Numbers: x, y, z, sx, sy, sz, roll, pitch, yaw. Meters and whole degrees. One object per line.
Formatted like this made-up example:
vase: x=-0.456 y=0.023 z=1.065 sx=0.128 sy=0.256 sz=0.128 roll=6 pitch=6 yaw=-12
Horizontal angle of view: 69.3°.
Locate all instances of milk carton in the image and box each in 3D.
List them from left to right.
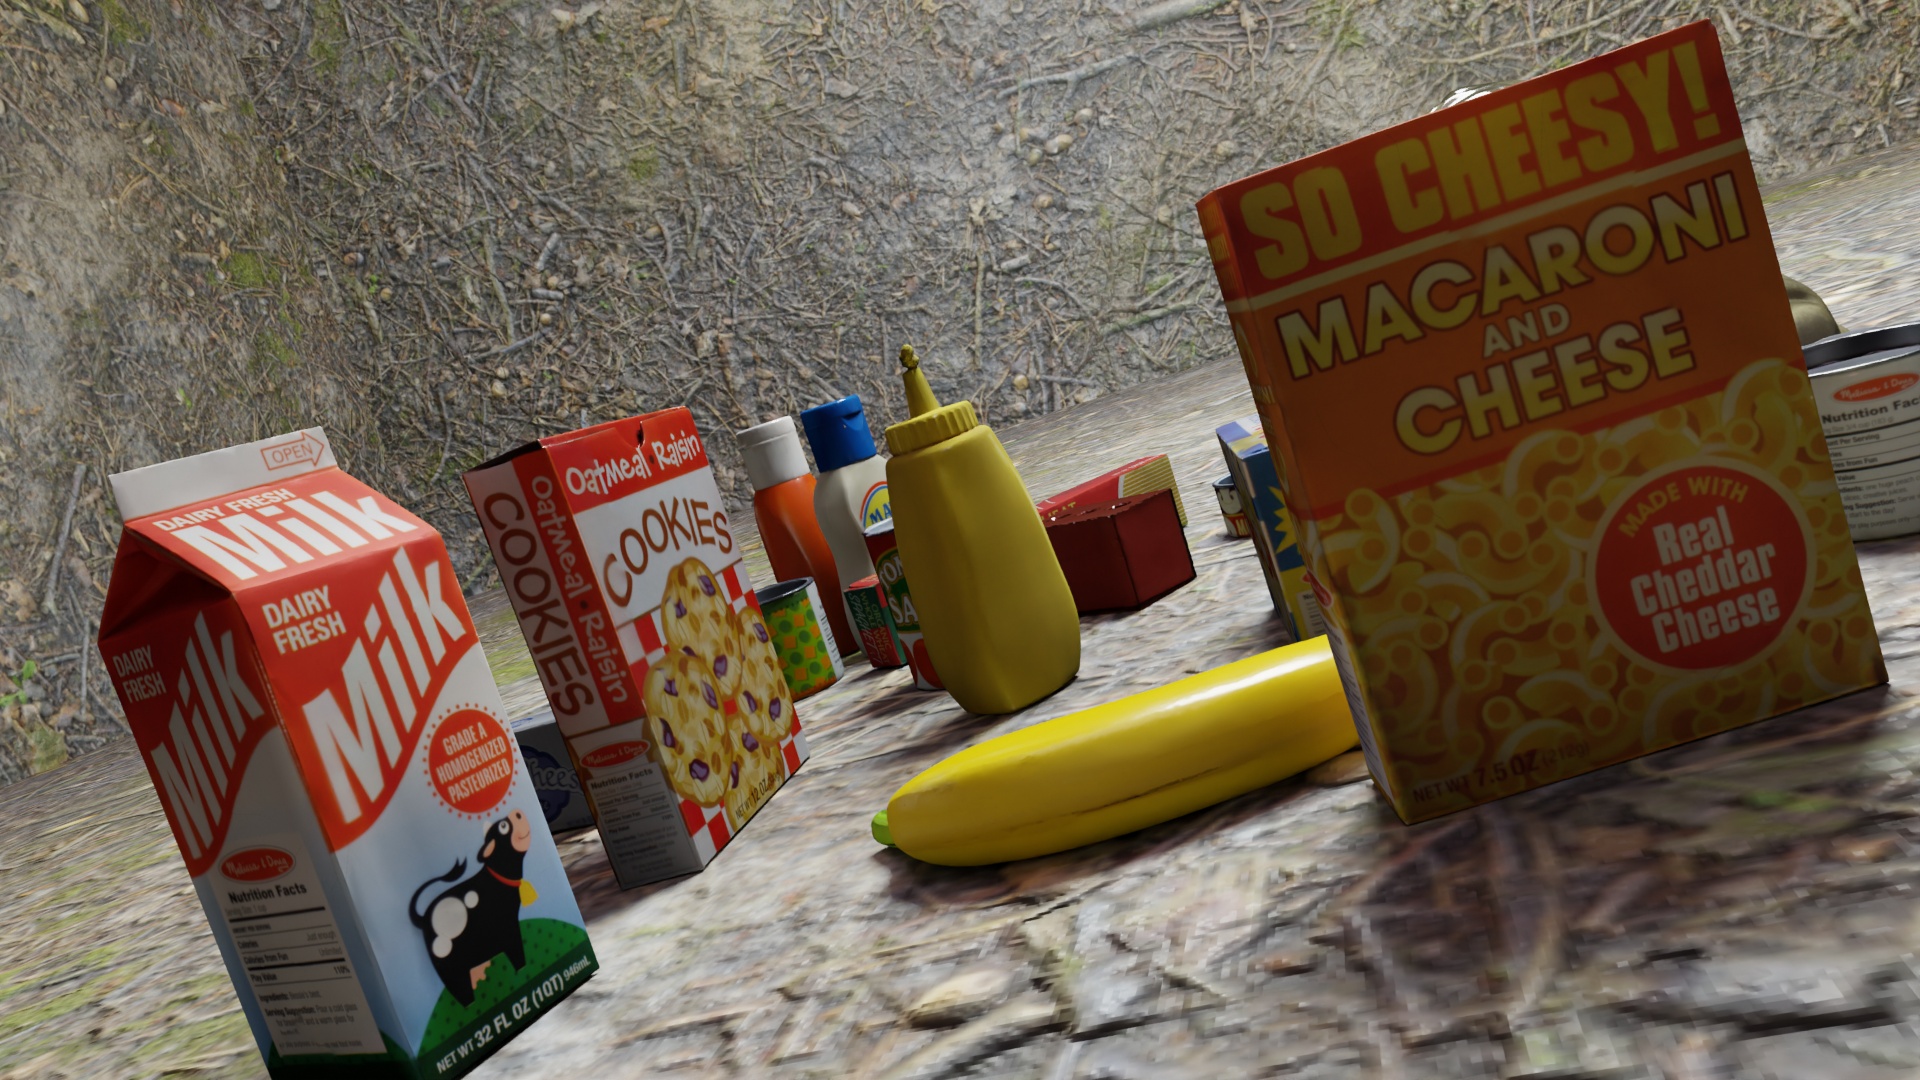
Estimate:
milk carton: x=-0.188 y=0.063 z=0.418 sx=0.073 sy=0.190 sz=0.072 roll=-15 pitch=7 yaw=31

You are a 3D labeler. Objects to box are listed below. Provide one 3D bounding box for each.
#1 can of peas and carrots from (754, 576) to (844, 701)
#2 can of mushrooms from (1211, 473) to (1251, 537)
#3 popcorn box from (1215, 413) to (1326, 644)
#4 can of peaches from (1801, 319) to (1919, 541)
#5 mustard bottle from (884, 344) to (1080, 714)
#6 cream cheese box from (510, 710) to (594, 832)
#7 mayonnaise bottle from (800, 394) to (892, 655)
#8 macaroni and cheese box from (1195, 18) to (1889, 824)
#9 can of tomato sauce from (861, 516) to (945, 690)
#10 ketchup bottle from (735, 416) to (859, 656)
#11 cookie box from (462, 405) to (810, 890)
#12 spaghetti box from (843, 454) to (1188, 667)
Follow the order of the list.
can of peas and carrots: x=-0.107 y=0.059 z=0.781 sx=0.071 sy=0.058 sz=0.071 roll=-18 pitch=7 yaw=2
can of mushrooms: x=0.182 y=-0.027 z=0.805 sx=0.071 sy=0.033 sz=0.071 roll=-18 pitch=7 yaw=2
popcorn box: x=0.135 y=-0.006 z=0.547 sx=0.038 sy=0.085 sz=0.127 roll=-18 pitch=7 yaw=9
can of peaches: x=0.304 y=-0.037 z=0.461 sx=0.071 sy=0.058 sz=0.071 roll=-18 pitch=7 yaw=2
mustard bottle: x=0.002 y=-0.007 z=0.596 sx=0.065 sy=0.160 sz=0.048 roll=-24 pitch=8 yaw=-41
cream cheese box: x=-0.203 y=0.111 z=0.650 sx=0.103 sy=0.053 sz=0.024 roll=-16 pitch=7 yaw=23
mayonnaise bottle: x=-0.054 y=-0.011 z=0.817 sx=0.041 sy=0.148 sz=0.065 roll=-13 pitch=9 yaw=44
macaroni and cheese box: x=0.143 y=-0.027 z=0.353 sx=0.124 sy=0.166 sz=0.040 roll=-18 pitch=6 yaw=5
can of tomato sauce: x=-0.005 y=0.024 z=0.686 sx=0.071 sy=0.083 sz=0.071 roll=-18 pitch=7 yaw=2
ketchup bottle: x=-0.099 y=-0.001 z=0.860 sx=0.044 sy=0.148 sz=0.064 roll=-22 pitch=7 yaw=-30
cookie box: x=-0.122 y=0.035 z=0.560 sx=0.040 sy=0.167 sz=0.123 roll=-17 pitch=7 yaw=16
spaghetti box: x=0.042 y=0.008 z=0.830 sx=0.251 sy=0.050 sz=0.028 roll=-24 pitch=8 yaw=-37
